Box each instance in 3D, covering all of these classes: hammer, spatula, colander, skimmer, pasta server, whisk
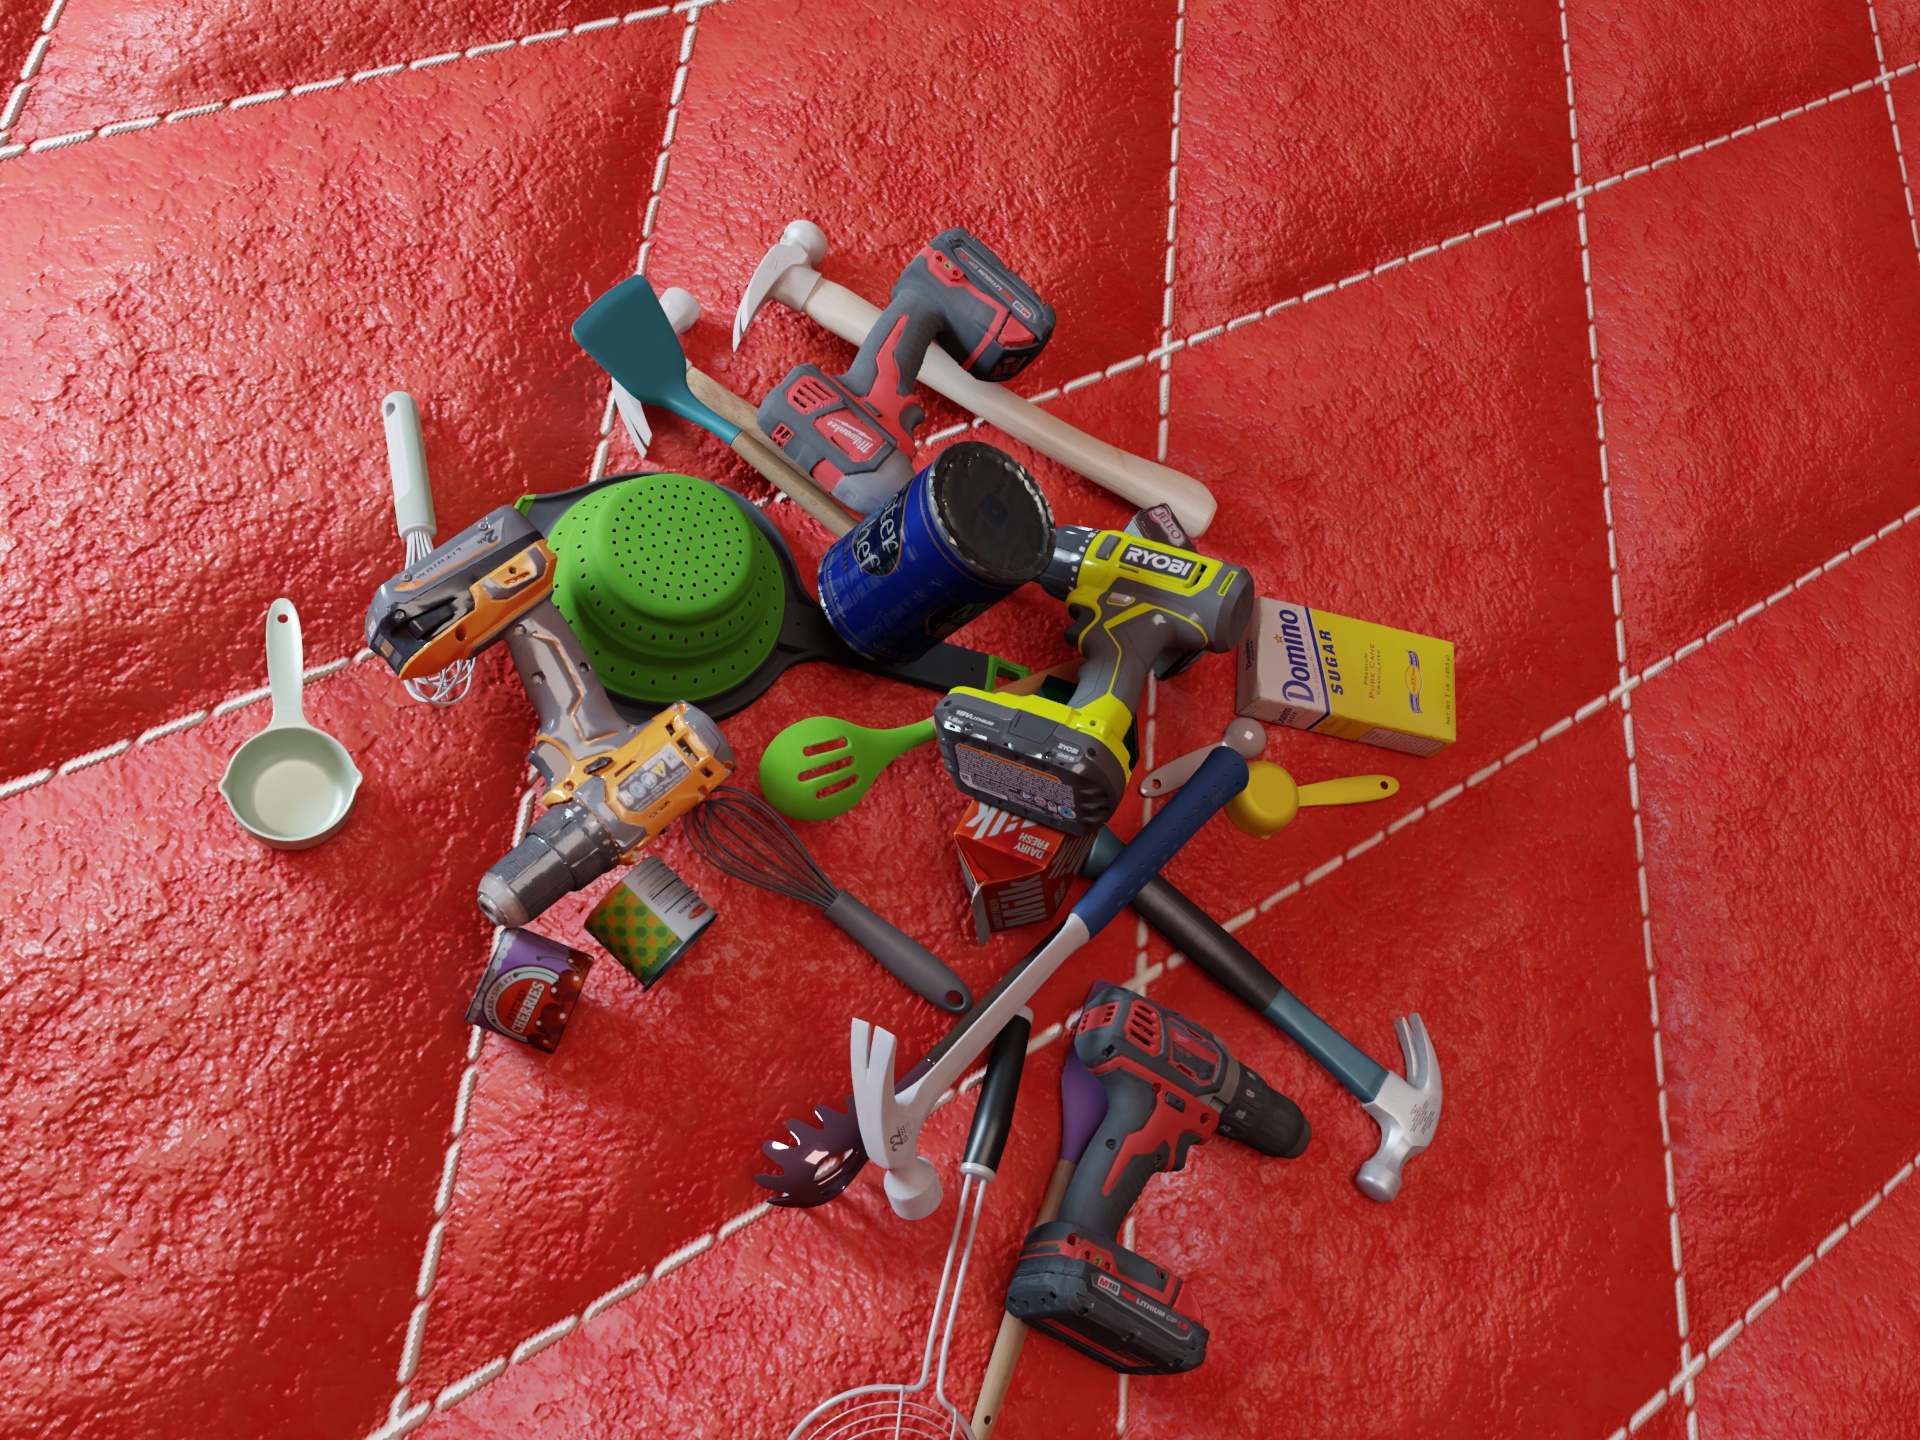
[{"bbox_3d":[0.019,-0.249,1.262,0.410,0.038,0.146,28,49,-8],"label":"hammer"},{"bbox_3d":[-0.114,-0.196,1.209,0.331,0.031,0.130,31,62,-5],"label":"hammer"},{"bbox_3d":[-0.140,-0.194,1.157,0.317,0.044,0.082,39,55,-2],"label":"spatula"},{"bbox_3d":[-0.126,-0.084,1.123,0.397,0.094,0.205,14,65,-13],"label":"colander"},{"bbox_3d":[0.215,0.194,1.160,0.331,0.033,0.128,41,63,1],"label":"hammer"},{"bbox_3d":[-0.017,0.353,1.018,0.127,0.090,0.364,28,52,-14],"label":"skimmer"},{"bbox_3d":[0.066,0.322,1.065,0.059,0.018,0.316,28,61,-9],"label":"spatula"},{"bbox_3d":[0.073,0.142,1.064,0.405,0.035,0.144,-42,130,-34],"label":"hammer"},{"bbox_3d":[-0.007,0.211,1.062,0.316,0.040,0.060,-40,126,-30],"label":"pasta server"},{"bbox_3d":[-0.370,-0.121,1.085,0.059,0.058,0.246,15,54,-52],"label":"whisk"},{"bbox_3d":[-0.087,0.126,1.080,0.239,0.055,0.055,38,62,-6],"label":"whisk"}]

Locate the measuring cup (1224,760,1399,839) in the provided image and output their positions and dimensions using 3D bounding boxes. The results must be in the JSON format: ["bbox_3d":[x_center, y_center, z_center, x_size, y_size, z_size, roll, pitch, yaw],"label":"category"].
[{"bbox_3d":[0.280,0.054,1.240,0.156,0.029,0.062,-6,71,-18],"label":"measuring cup"}]

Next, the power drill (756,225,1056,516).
[{"bbox_3d":[-0.033,-0.246,1.171,0.143,0.078,0.220,41,65,-5],"label":"power drill"}]

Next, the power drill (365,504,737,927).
[{"bbox_3d":[-0.276,0.001,0.999,0.185,0.084,0.226,-43,97,-30],"label":"power drill"}]

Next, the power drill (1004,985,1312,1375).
[{"bbox_3d":[0.140,0.311,1.056,0.187,0.080,0.227,33,56,-16],"label":"power drill"}]

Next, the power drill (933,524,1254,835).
[{"bbox_3d":[0.076,-0.046,1.111,0.191,0.080,0.229,19,57,23],"label":"power drill"}]

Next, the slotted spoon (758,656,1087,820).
[{"bbox_3d":[-0.002,-0.004,1.140,0.313,0.031,0.070,-21,98,-31],"label":"slotted spoon"}]

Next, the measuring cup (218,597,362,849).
[{"bbox_3d":[-0.429,0.003,1.018,0.083,0.038,0.168,-4,68,-20],"label":"measuring cup"}]

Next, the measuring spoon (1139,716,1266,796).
[{"bbox_3d":[0.189,0.029,1.227,0.124,0.018,0.034,-25,79,-25],"label":"measuring spoon"}]
